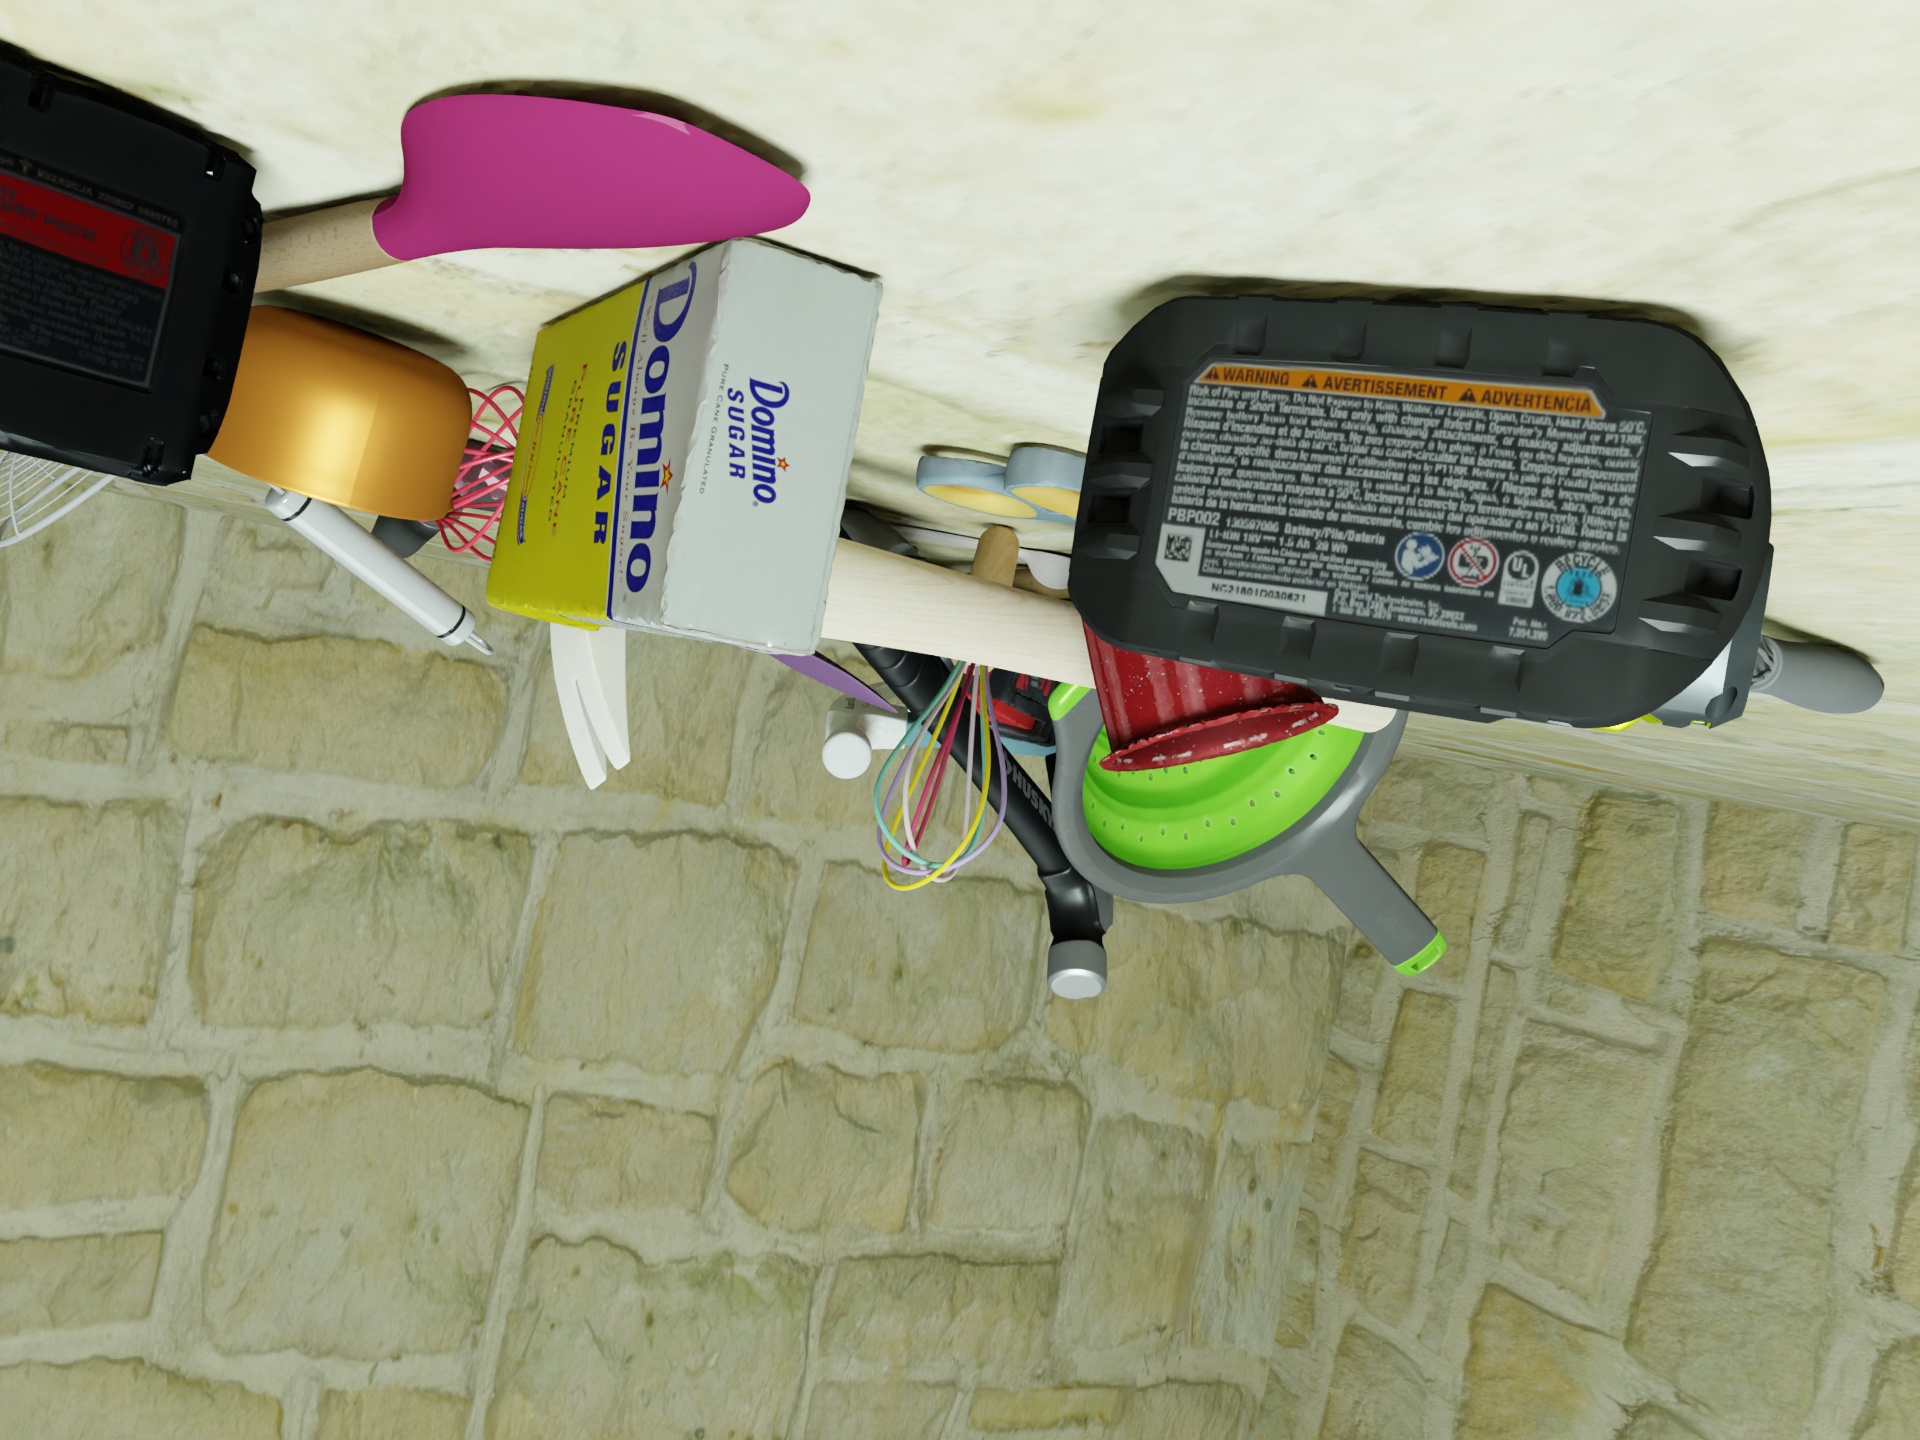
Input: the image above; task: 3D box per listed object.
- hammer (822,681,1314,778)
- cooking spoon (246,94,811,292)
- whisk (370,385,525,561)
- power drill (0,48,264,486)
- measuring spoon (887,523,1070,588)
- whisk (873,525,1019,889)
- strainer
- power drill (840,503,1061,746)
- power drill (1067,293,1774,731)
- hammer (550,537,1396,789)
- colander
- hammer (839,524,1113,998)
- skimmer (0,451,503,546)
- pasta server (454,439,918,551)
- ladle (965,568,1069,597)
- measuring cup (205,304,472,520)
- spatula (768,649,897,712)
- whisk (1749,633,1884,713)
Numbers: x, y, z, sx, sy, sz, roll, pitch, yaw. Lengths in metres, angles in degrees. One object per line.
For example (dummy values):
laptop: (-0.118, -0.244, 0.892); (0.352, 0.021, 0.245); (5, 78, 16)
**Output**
hammer: (0.079, 0.017, 1.024); (0.331, 0.033, 0.128); (6, -162, -4)
cooking spoon: (-0.152, -0.120, 0.399); (0.319, 0.017, 0.068); (10, 179, 44)
whisk: (-0.233, -0.100, 0.719); (0.073, 0.073, 0.296); (11, 175, -29)
power drill: (-0.297, -0.121, 0.372); (0.227, 0.080, 0.187); (15, -178, 36)
measuring spoon: (0.008, -0.090, 0.873); (0.124, 0.018, 0.034); (11, 180, 1)
whisk: (-0.001, -0.014, 0.703); (0.051, 0.047, 0.245); (22, -141, -8)
strainer: (-0.287, -0.101, 0.667); (0.087, 0.050, 0.258); (38, 174, 45)
power drill: (-0.026, -0.058, 0.878); (0.143, 0.078, 0.219); (13, 171, 40)
power drill: (0.112, -0.043, 0.418); (0.190, 0.080, 0.228); (10, -178, 22)
hammer: (0.033, -0.027, 0.653); (0.410, 0.146, 0.038); (9, 156, -33)
colander: (0.173, 0.033, 0.898); (0.396, 0.204, 0.095); (42, -168, -41)
hammer: (-0.001, -0.002, 0.781); (0.035, 0.146, 0.334); (-14, 138, 24)
skimmer: (-0.405, -0.132, 0.985); (0.363, 0.090, 0.127); (8, -147, -8)
pasta server: (-0.172, -0.115, 0.890); (0.316, 0.040, 0.060); (9, 169, -23)
ladle: (0.021, -0.085, 0.982); (0.069, 0.031, 0.315); (11, 178, -32)
measuring cup: (-0.235, -0.125, 0.580); (0.095, 0.052, 0.174); (13, -164, -37)
spatula: (-0.137, -0.060, 0.882); (0.316, 0.018, 0.059); (27, 172, 45)
whisk: (0.312, -0.021, 0.619); (0.238, 0.055, 0.055); (5, -176, -42)
